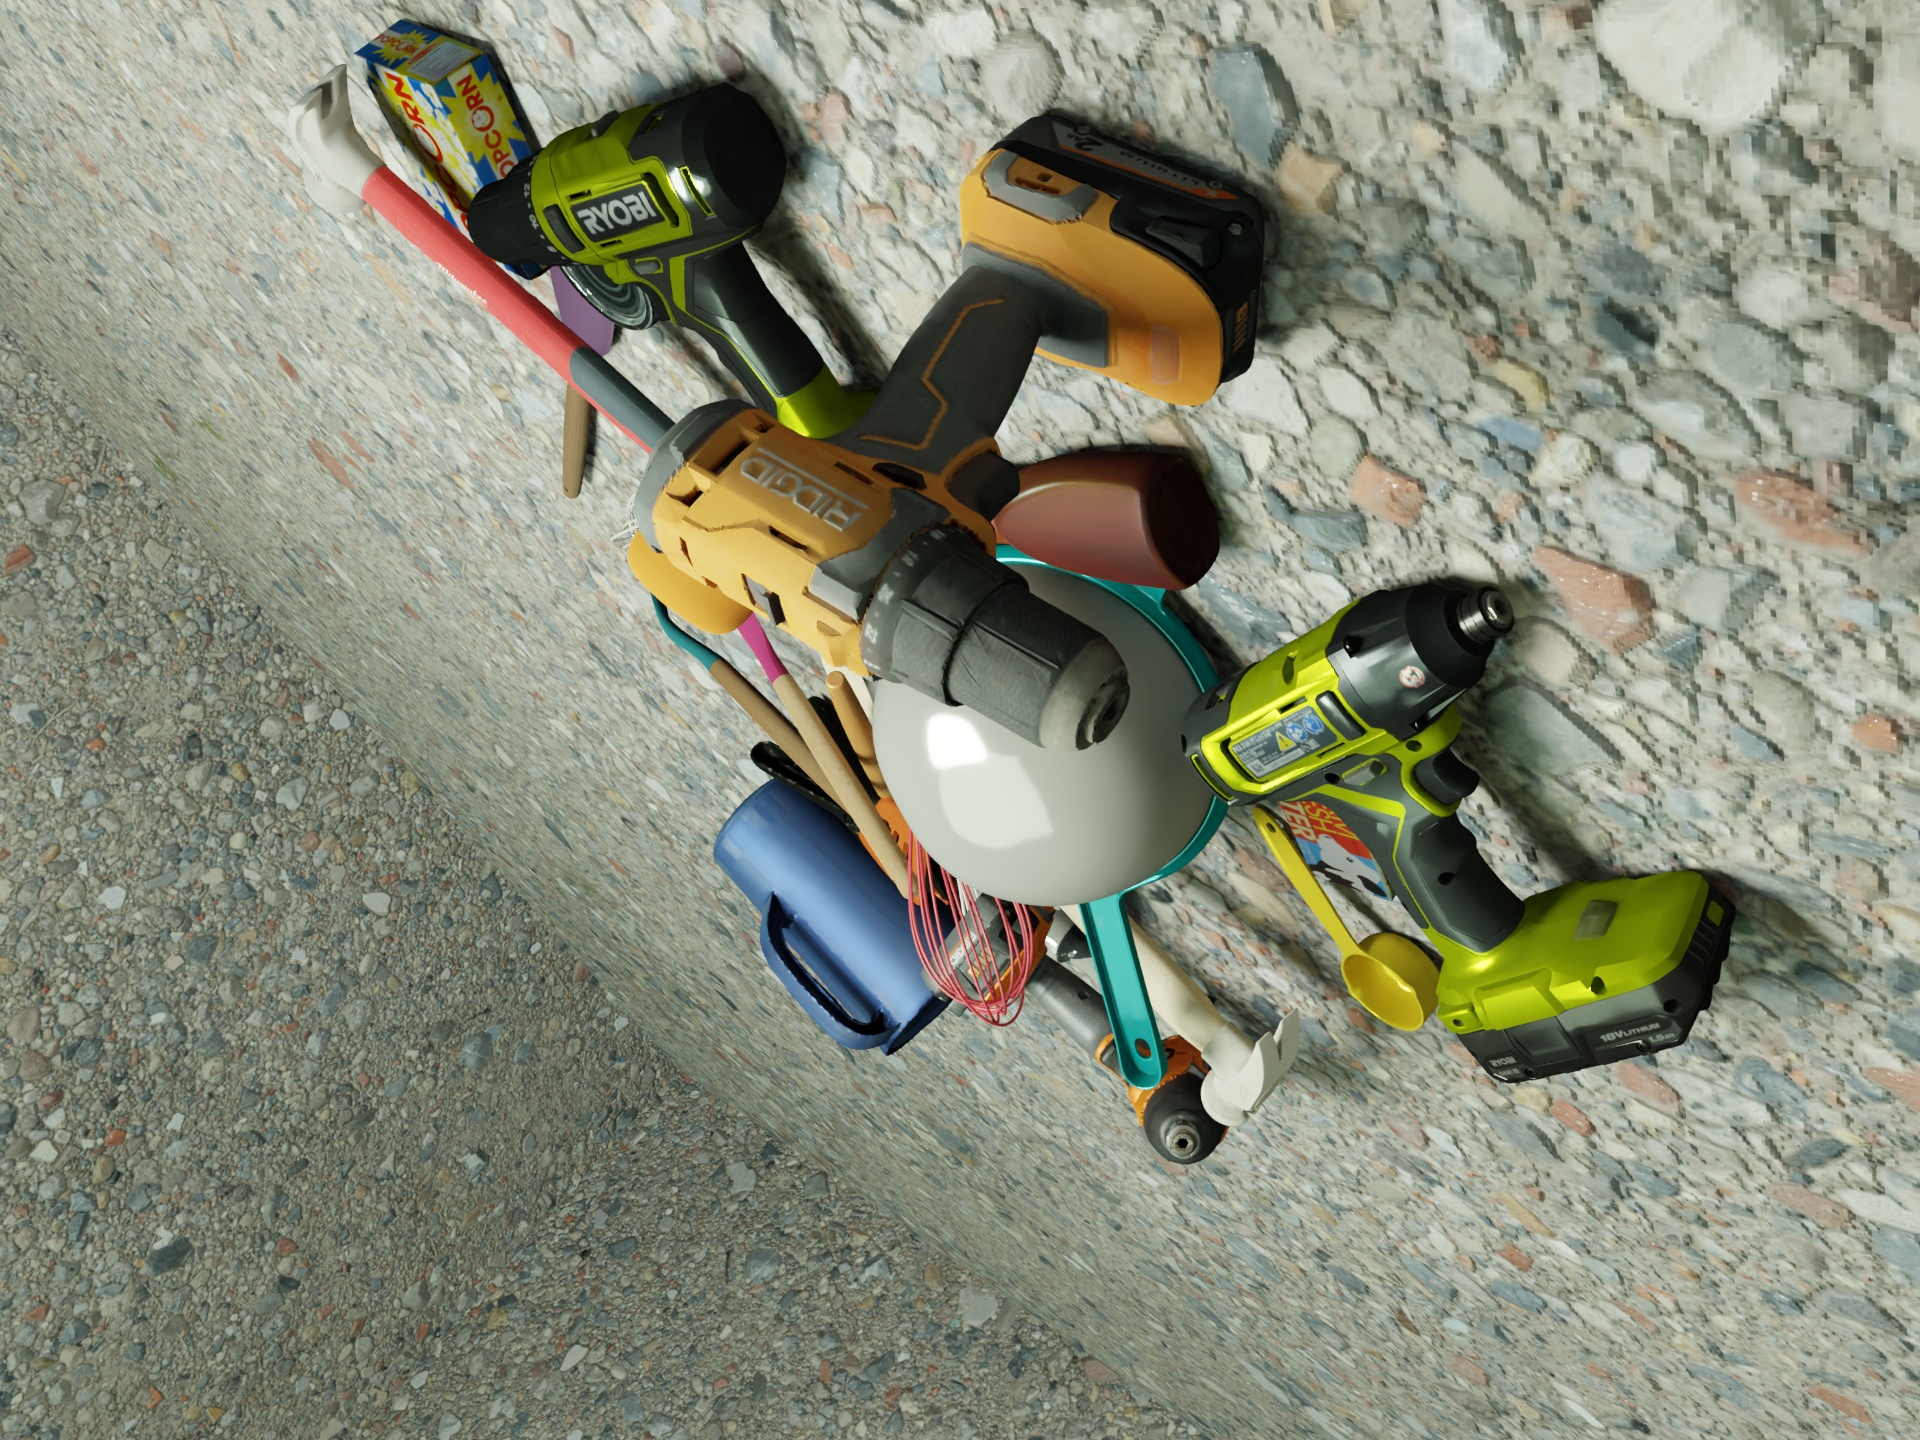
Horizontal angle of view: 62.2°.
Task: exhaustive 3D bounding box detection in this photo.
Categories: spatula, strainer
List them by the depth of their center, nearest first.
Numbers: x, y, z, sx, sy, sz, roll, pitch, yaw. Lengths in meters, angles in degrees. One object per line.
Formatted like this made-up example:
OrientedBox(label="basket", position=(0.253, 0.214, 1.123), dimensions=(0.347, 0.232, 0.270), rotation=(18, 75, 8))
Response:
OrientedBox(label="strainer", position=(0.048, 0.078, 0.854), dimensions=(0.211, 0.095, 0.340), rotation=(-3, 115, 33))
OrientedBox(label="spatula", position=(-0.258, -0.226, 1.069), dimensions=(0.060, 0.018, 0.315), rotation=(47, 156, 4))
OrientedBox(label="spatula", position=(-0.064, 0.046, 1.132), dimensions=(0.081, 0.041, 0.322), rotation=(47, 169, 23))
OrientedBox(label="spatula", position=(-0.152, -0.031, 1.156), dimensions=(0.318, 0.044, 0.082), rotation=(44, 163, 18))

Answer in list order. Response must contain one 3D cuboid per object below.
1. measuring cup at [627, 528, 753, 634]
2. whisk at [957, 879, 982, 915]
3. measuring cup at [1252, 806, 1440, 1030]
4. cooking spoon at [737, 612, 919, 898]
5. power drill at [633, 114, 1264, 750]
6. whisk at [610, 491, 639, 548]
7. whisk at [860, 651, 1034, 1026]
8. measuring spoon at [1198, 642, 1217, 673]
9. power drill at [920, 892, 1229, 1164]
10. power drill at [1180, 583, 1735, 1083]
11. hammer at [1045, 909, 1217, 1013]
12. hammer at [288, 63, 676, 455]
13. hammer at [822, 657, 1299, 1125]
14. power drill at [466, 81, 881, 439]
OrientedBox(label="measuring cup", position=(-0.150, -0.087, 1.021), dimensions=(0.095, 0.052, 0.173), rotation=(43, -175, 19))
OrientedBox(label="whisk", position=(0.006, 0.109, 1.214), dimensions=(0.070, 0.070, 0.284), rotation=(18, 143, 44))
OrientedBox(label="measuring cup", position=(0.221, 0.107, 0.909), dimensions=(0.156, 0.029, 0.062), rotation=(55, 157, -2))
OrientedBox(label="cooking spoon", position=(-0.112, -0.008, 1.097), dimensions=(0.319, 0.017, 0.068), rotation=(56, 171, 23))
OrientedBox(label="power drill", position=(0.023, -0.102, 0.564), dimensions=(0.185, 0.226, 0.084), rotation=(31, 156, 23))
OrientedBox(label="whisk", position=(-0.172, -0.145, 1.049), dimensions=(0.246, 0.059, 0.058), rotation=(-12, 96, 58))
OrientedBox(label="whisk", position=(-0.020, 0.048, 0.988), dimensions=(0.073, 0.073, 0.296), rotation=(114, 138, -67))
OrientedBox(label="measuring spoon", position=(0.082, -0.045, 0.850), dimensions=(0.124, 0.018, 0.034), rotation=(27, 154, 33))
OrientedBox(label="power drill", position=(0.086, 0.208, 1.071), dimensions=(0.226, 0.084, 0.164), rotation=(38, -173, 4))
OrientedBox(label="power drill", position=(0.223, 0.046, 0.698), dimensions=(0.223, 0.080, 0.171), rotation=(47, 142, -7))
OrientedBox(label="hammer", position=(0.095, 0.085, 1.048), dimensions=(0.149, 0.036, 0.408), rotation=(28, 154, 27))
OrientedBox(label="hammer", position=(-0.210, -0.201, 0.899), dimensions=(0.386, 0.038, 0.143), rotation=(41, 167, -14))
OrientedBox(label="hammer", position=(0.050, 0.079, 1.010), dimensions=(0.411, 0.038, 0.146), rotation=(45, 159, 21))
OrientedBox(label="power drill", position=(-0.136, -0.198, 0.812), dimensions=(0.191, 0.080, 0.228), rotation=(0, 135, 38))
